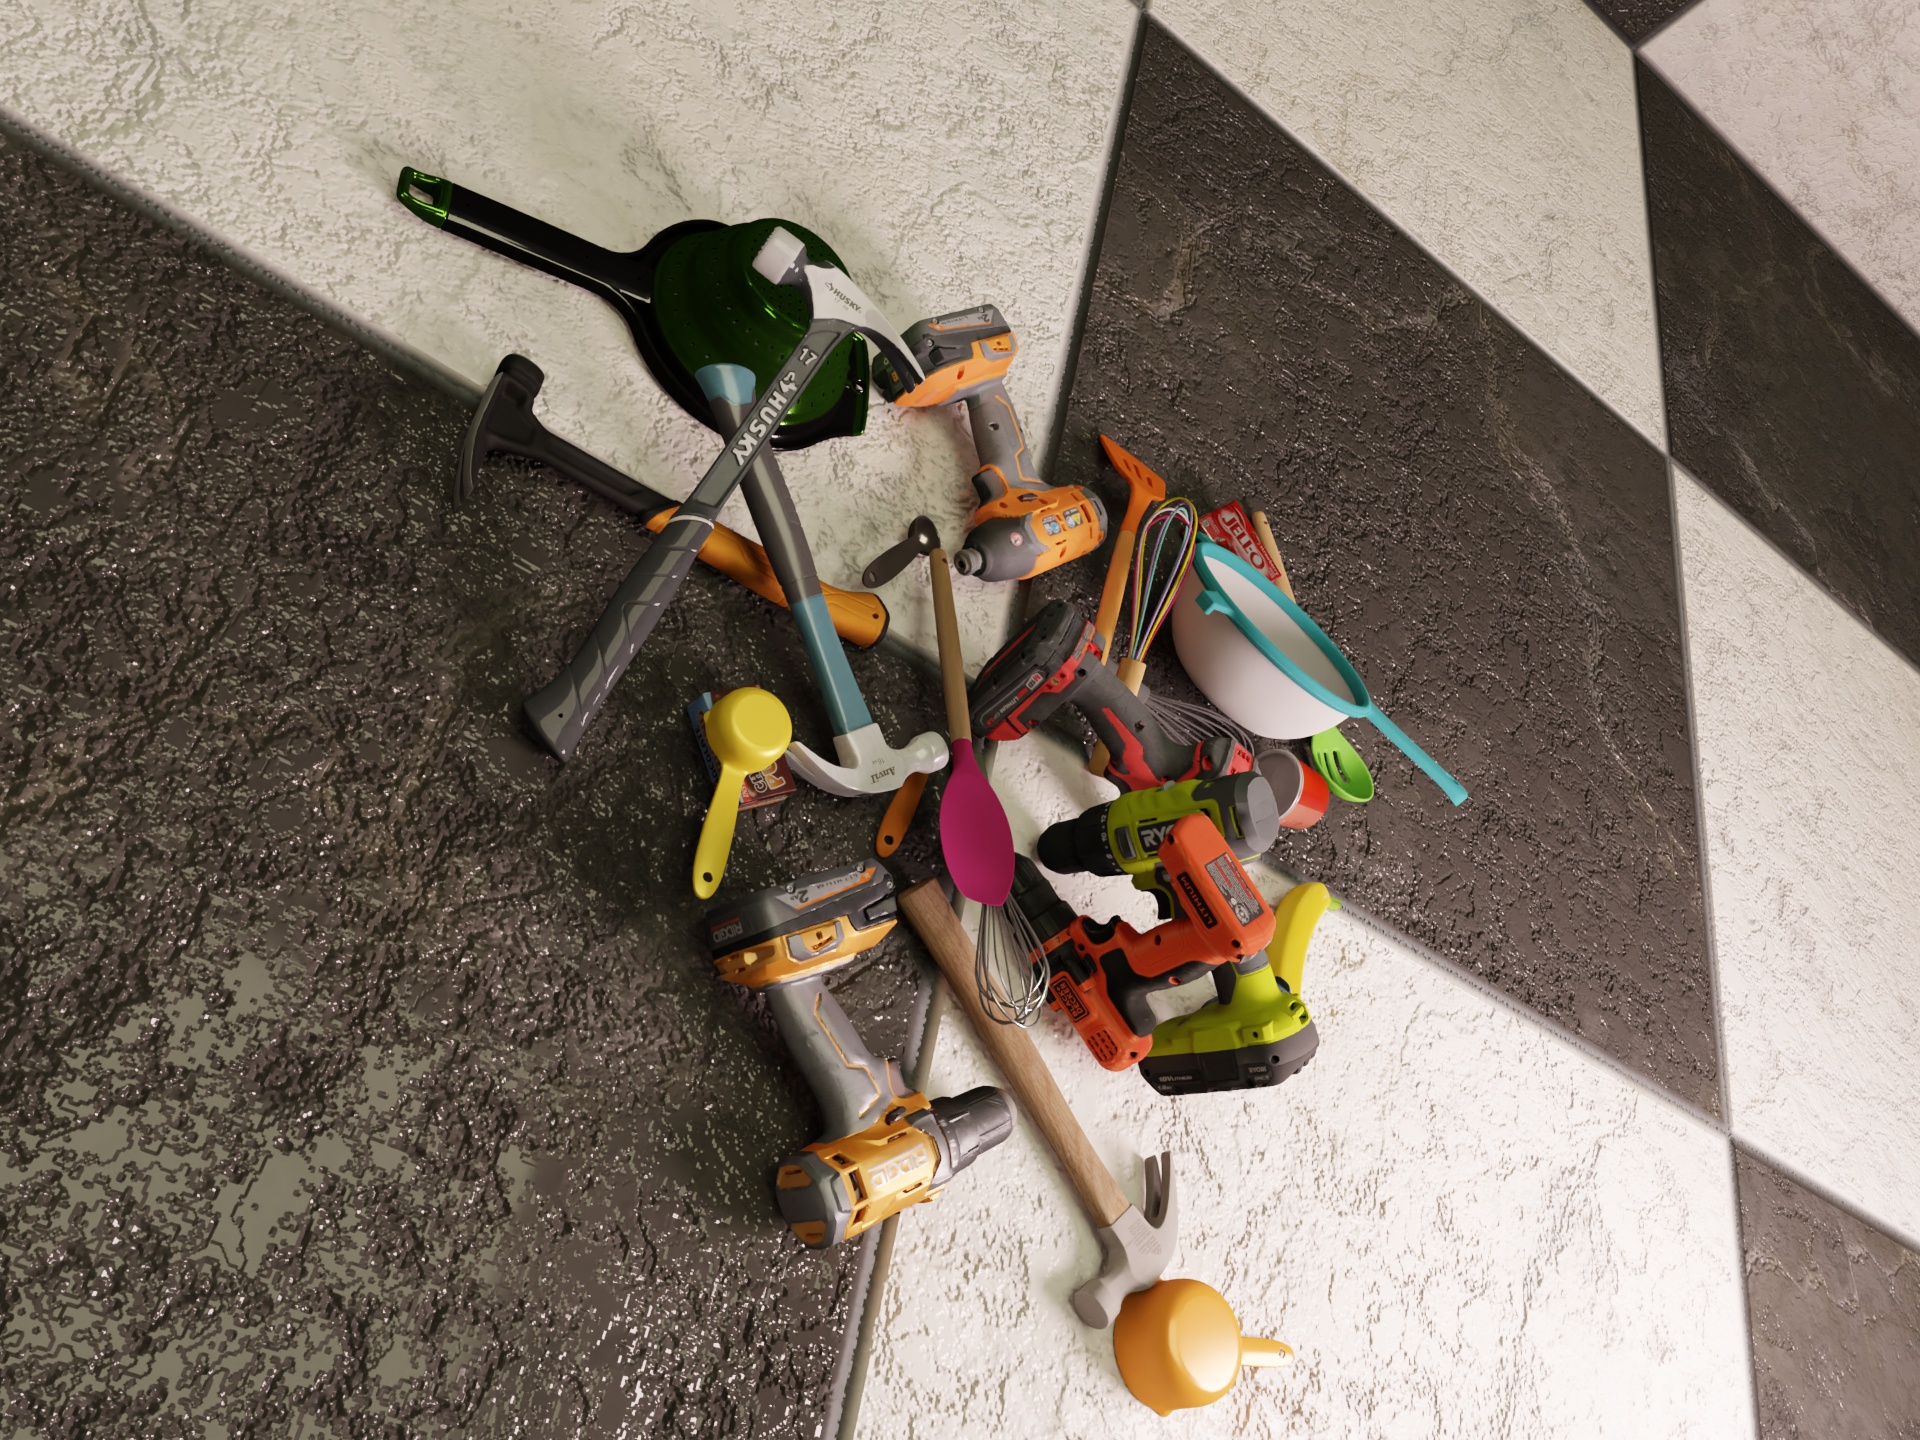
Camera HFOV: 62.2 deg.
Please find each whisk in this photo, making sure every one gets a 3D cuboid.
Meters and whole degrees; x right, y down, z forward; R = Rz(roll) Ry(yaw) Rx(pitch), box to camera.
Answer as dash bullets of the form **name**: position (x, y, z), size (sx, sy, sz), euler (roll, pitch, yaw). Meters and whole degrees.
- **whisk**: position (0.149, -0.070, 1.332), size (0.051, 0.047, 0.245), euler (30, 77, -74)
- **whisk**: position (0.156, -0.021, 1.369), size (0.238, 0.055, 0.055), euler (33, 51, -17)
- **whisk**: position (0.023, 0.116, 1.161), size (0.059, 0.058, 0.247), euler (31, 34, -38)

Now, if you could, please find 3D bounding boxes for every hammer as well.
- **hammer**: position (0.054, 0.260, 1.153), size (0.130, 0.031, 0.331), euler (-30, 88, -43)
- **hammer**: position (-0.116, -0.101, 1.152), size (0.128, 0.033, 0.331), euler (-22, 93, -39)
- **hammer**: position (-0.170, -0.147, 1.091), size (0.149, 0.036, 0.409), euler (35, 70, -14)
- **hammer**: position (-0.196, -0.132, 1.150), size (0.336, 0.034, 0.127), euler (28, 53, -25)

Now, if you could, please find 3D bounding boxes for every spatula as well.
- **spatula**: position (0.138, -0.142, 1.404), size (0.081, 0.041, 0.323), euler (33, 48, -19)

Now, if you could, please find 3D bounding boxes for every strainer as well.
- **strainer**: position (0.305, -0.014, 1.425), size (0.340, 0.095, 0.211), euler (40, 21, -10)

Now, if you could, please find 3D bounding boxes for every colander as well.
- **colander**: position (-0.215, -0.341, 1.198), size (0.396, 0.094, 0.205), euler (17, 59, -32)

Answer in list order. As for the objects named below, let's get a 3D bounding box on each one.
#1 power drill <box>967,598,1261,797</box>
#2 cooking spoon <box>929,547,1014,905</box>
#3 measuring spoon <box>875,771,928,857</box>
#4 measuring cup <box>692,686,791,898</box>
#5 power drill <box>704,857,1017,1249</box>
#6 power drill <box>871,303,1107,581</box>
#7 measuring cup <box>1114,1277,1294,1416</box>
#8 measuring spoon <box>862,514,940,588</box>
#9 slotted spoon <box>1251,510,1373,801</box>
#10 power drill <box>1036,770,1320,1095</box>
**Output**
- **power drill**: position (0.115, 0.021, 1.257), size (0.219, 0.143, 0.079), euler (39, 40, -9)
- **cooking spoon**: position (-0.002, -0.004, 1.195), size (0.068, 0.017, 0.319), euler (19, 48, -34)
- **measuring spoon**: position (-0.037, 0.057, 1.196), size (0.021, 0.011, 0.117), euler (40, 49, -16)
- **measuring cup**: position (-0.149, 0.046, 1.057), size (0.062, 0.029, 0.157), euler (26, 54, -24)
- **power drill**: position (-0.059, 0.211, 1.058), size (0.185, 0.084, 0.226), euler (-13, 81, -42)
- **power drill**: position (0.017, -0.225, 1.338), size (0.164, 0.084, 0.226), euler (-27, 90, -43)
- **measuring cup**: position (0.193, 0.453, 1.152), size (0.173, 0.052, 0.095), euler (17, 59, -29)
- **measuring spoon**: position (-0.051, -0.130, 1.263), size (0.034, 0.018, 0.124), euler (63, 35, -13)
- **slotted spoon**: position (0.332, -0.063, 1.543), size (0.070, 0.031, 0.314), euler (2, 65, -38)
- **power drill**: position (0.165, 0.161, 1.208), size (0.080, 0.190, 0.228), euler (-19, 94, -57)
